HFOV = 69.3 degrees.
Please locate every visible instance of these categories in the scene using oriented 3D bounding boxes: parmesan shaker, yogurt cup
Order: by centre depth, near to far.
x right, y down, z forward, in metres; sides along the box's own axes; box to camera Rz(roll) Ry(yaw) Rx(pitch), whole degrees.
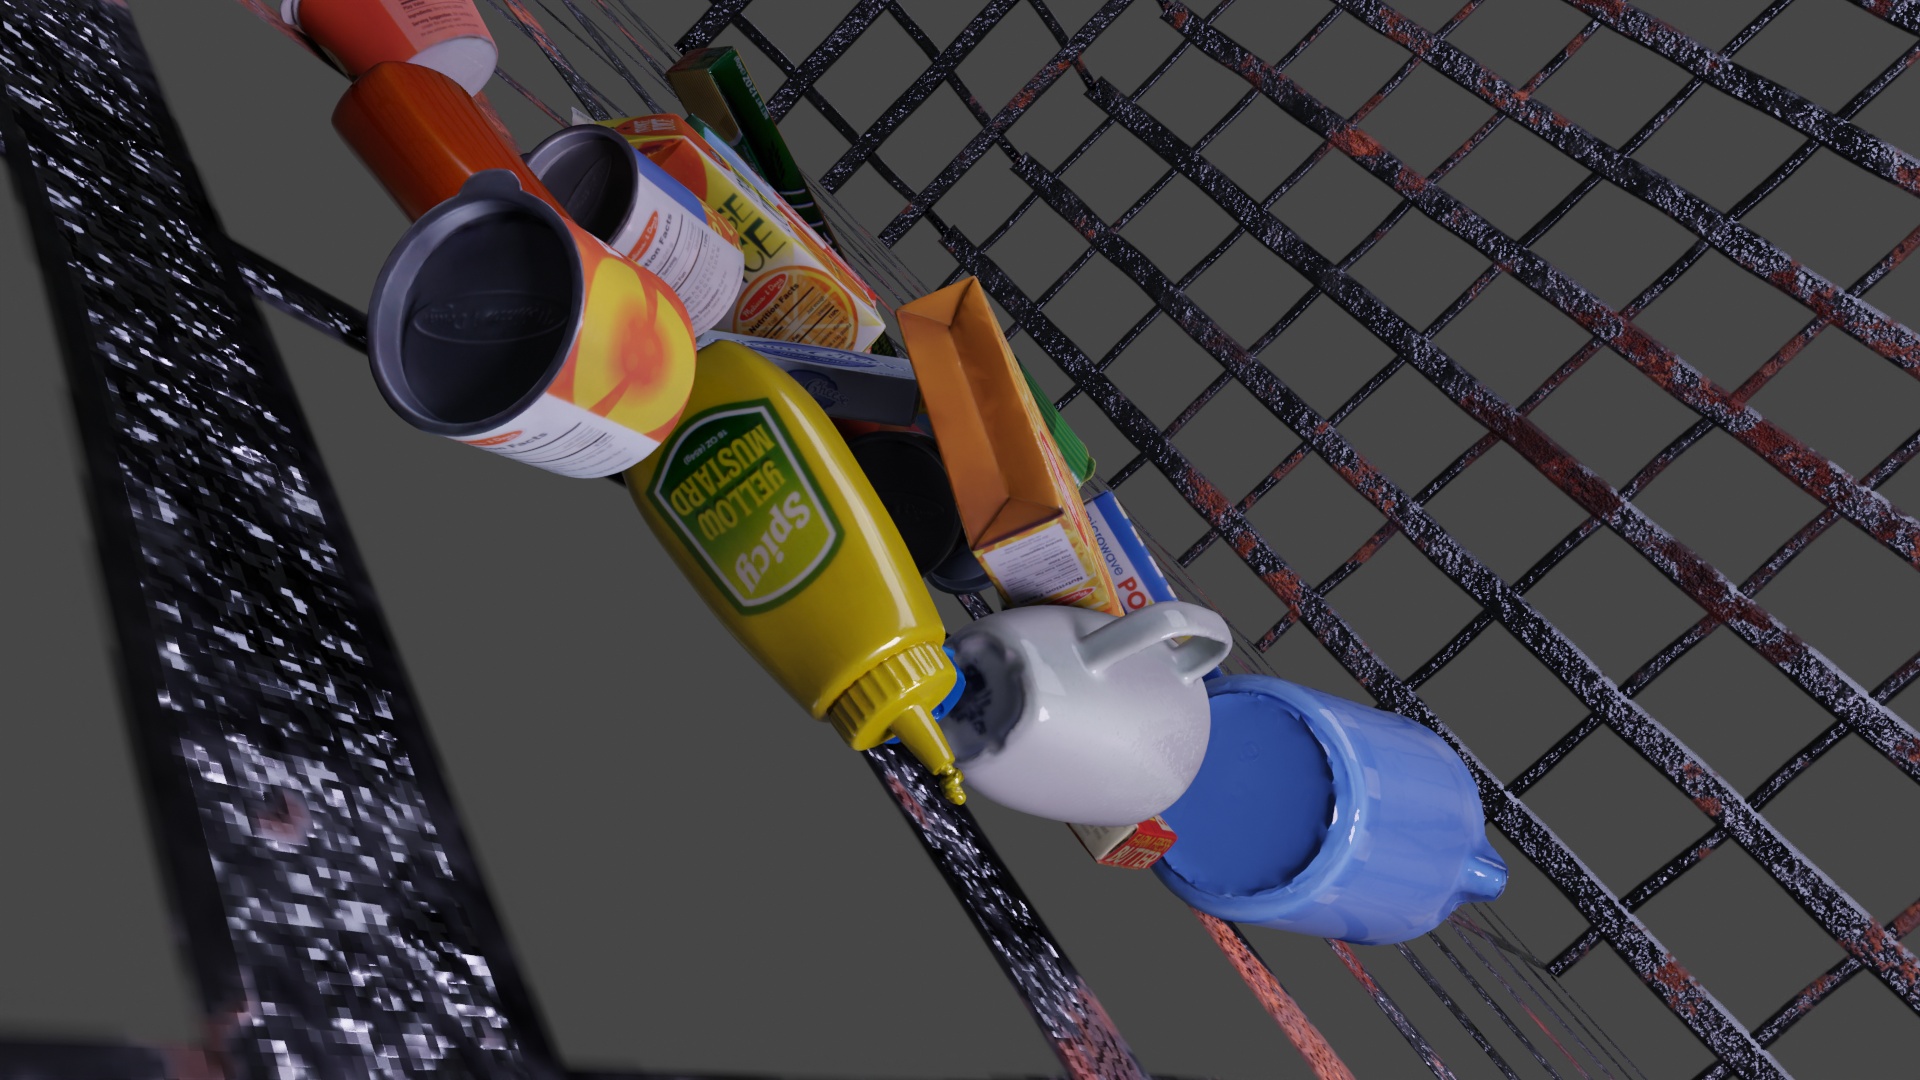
[{"bbox_3d":[-0.229,-0.210,0.571,0.054,0.072,0.072,54,9,2],"label":"yogurt cup"},{"bbox_3d":[0.036,-0.071,0.903,0.103,0.071,0.071,47,5,-48],"label":"parmesan shaker"}]

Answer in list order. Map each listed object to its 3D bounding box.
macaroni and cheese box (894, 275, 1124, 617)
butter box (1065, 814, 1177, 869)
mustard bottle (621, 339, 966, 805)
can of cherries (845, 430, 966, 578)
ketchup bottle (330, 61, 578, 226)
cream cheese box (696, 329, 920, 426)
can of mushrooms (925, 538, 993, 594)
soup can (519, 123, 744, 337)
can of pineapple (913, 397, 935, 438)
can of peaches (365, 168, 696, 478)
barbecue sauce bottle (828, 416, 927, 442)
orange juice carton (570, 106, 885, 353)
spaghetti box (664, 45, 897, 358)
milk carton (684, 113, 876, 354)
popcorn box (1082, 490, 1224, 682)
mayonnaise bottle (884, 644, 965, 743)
[{"bbox_3d":[0.029,-0.015,0.599,0.166,0.040,0.124,57,13,-57],"label":"macaroni and cheese box"},{"bbox_3d":[0.046,0.094,0.596,0.104,0.024,0.053,50,10,29],"label":"butter box"},{"bbox_3d":[-0.043,0.012,0.425,0.160,0.065,0.049,53,6,18],"label":"mustard bottle"},{"bbox_3d":[-0.029,-0.013,0.613,0.071,0.071,0.058,46,7,1],"label":"can of cherries"},{"bbox_3d":[-0.154,-0.101,0.482,0.149,0.043,0.065,49,10,16],"label":"ketchup bottle"},{"bbox_3d":[-0.072,-0.076,0.647,0.104,0.024,0.053,8,15,-8],"label":"cream cheese box"},{"bbox_3d":[0.003,-0.009,0.723,0.071,0.071,0.033,38,11,-44],"label":"can of mushrooms"},{"bbox_3d":[-0.144,-0.130,0.596,0.071,0.071,0.083,50,8,24],"label":"soup can"},{"bbox_3d":[-0.019,-0.075,0.962,0.071,0.058,0.071,44,8,-8],"label":"can of pineapple"},{"bbox_3d":[-0.114,-0.056,0.378,0.071,0.071,0.058,49,8,21],"label":"can of peaches"},{"bbox_3d":[-0.037,-0.048,0.796,0.148,0.043,0.065,36,14,-46],"label":"barbecue sauce bottle"},{"bbox_3d":[-0.136,-0.163,0.759,0.192,0.073,0.072,41,10,-27],"label":"orange juice carton"},{"bbox_3d":[-0.115,-0.213,0.939,0.050,0.029,0.249,14,-37,44],"label":"spaghetti box"},{"bbox_3d":[-0.117,-0.167,0.865,0.190,0.073,0.072,45,6,-7],"label":"milk carton"},{"bbox_3d":[0.104,0.040,0.791,0.127,0.038,0.085,61,2,18],"label":"popcorn box"},{"bbox_3d":[-0.054,0.004,0.488,0.148,0.041,0.064,52,11,28],"label":"mayonnaise bottle"}]
